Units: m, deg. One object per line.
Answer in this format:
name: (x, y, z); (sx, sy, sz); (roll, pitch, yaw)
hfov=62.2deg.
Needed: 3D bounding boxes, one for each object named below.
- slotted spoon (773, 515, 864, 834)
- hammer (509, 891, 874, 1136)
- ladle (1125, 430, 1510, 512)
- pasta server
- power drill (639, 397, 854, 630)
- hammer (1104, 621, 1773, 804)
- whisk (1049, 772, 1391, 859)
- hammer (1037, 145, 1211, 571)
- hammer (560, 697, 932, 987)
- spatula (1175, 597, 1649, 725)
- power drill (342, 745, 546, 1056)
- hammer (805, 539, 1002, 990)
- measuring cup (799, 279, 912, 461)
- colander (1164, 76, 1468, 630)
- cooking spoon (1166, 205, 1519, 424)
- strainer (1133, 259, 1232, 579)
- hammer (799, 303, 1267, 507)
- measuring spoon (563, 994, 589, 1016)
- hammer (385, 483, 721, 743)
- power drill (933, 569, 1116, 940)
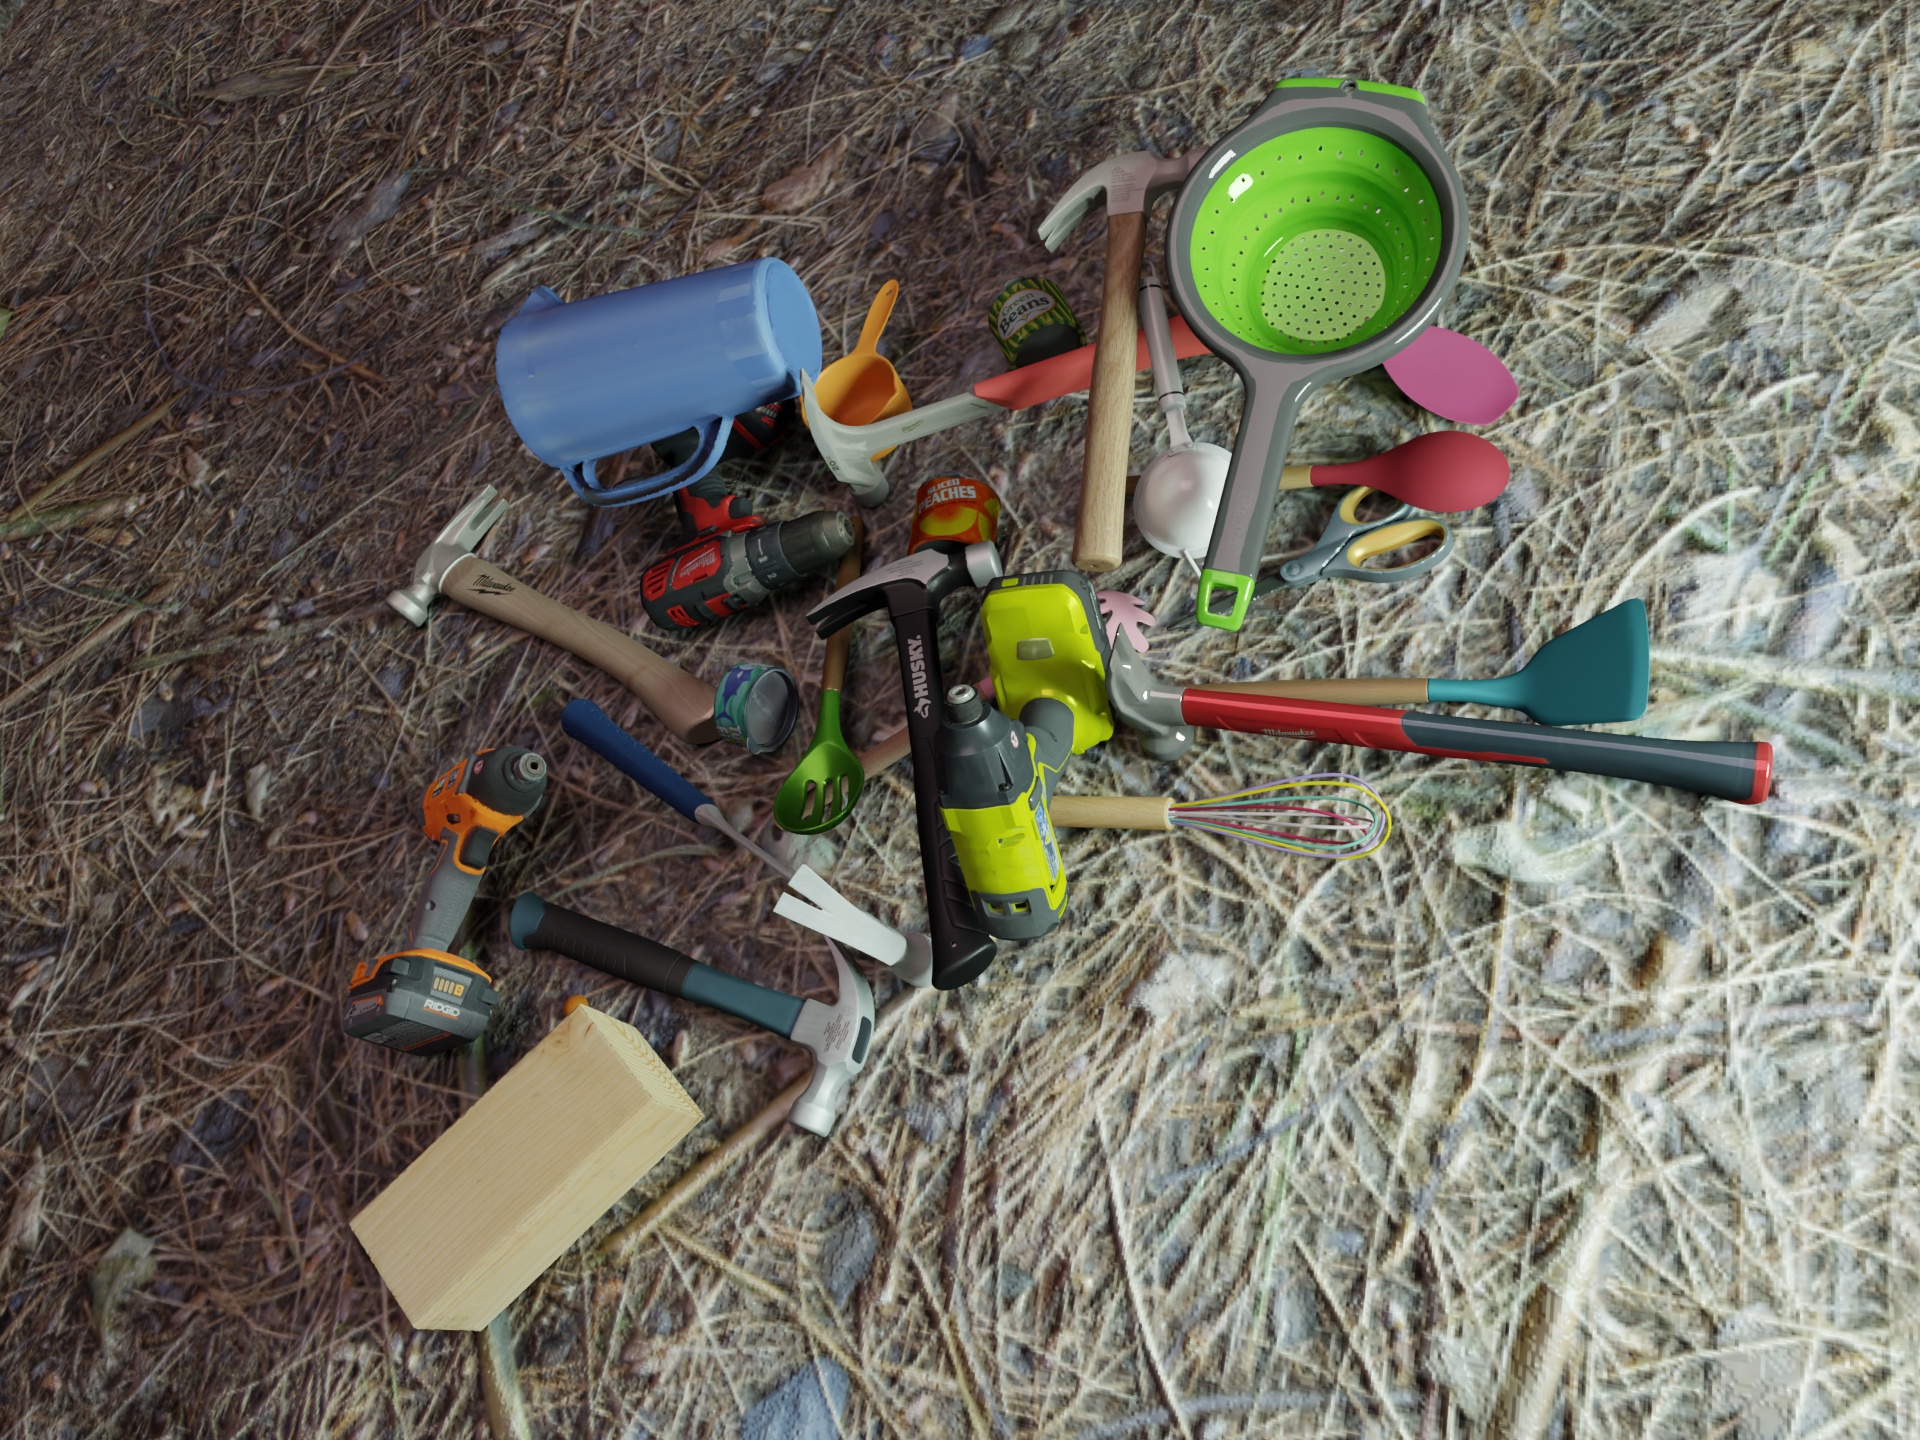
slotted spoon: (-0.093, -0.040, 1.210); (0.070, 0.031, 0.314); (-11, 50, 19)
hammer: (-0.203, 0.184, 1.140); (0.331, 0.033, 0.128); (13, 69, 31)
ladle: (0.230, -0.175, 1.142); (0.315, 0.031, 0.069); (2, 58, 33)
pasta server: (-0.002, -0.004, 1.164); (0.316, 0.040, 0.060); (-32, 53, 9)
power drill: (-0.179, -0.194, 1.324); (0.188, 0.080, 0.227); (-18, 59, 21)
hammer: (0.280, 0.001, 0.968); (0.386, 0.143, 0.038); (7, 68, 24)
whisk: (0.158, 0.066, 1.039); (0.245, 0.047, 0.051); (0, 49, 30)
hammer: (0.110, -0.265, 1.156); (0.130, 0.031, 0.331); (-1, 72, 24)
hammer: (-0.181, 0.070, 1.154); (0.406, 0.143, 0.035); (29, 85, 42)
spatula: (0.276, -0.025, 1.033); (0.317, 0.044, 0.082); (-2, 64, 25)
power drill: (-0.376, 0.126, 1.196); (0.164, 0.084, 0.227); (-25, 47, 47)
hammer: (-0.025, 0.027, 1.104); (0.146, 0.035, 0.335); (-14, 58, 11)
measuring cup: (-0.073, -0.295, 1.355); (0.095, 0.052, 0.174); (3, 61, 27)
colander: (0.232, -0.247, 1.121); (0.204, 0.094, 0.397); (13, 84, 18)
cooking spoon: (0.276, -0.310, 1.190); (0.069, 0.017, 0.319); (-43, 63, -12)
strainer: (0.154, -0.225, 1.162); (0.087, 0.050, 0.259); (-14, 72, 17)
hammer: (0.059, -0.269, 1.235); (0.359, 0.149, 0.037); (-17, 58, 8)
measuring spoon: (-0.252, 0.232, 1.148); (0.117, 0.011, 0.021); (31, 78, 35)
hammer: (-0.330, -0.085, 1.360); (0.411, 0.038, 0.146); (26, 73, 34)
power drill: (0.040, 0.005, 1.013); (0.080, 0.171, 0.223); (-5, 34, 19)
